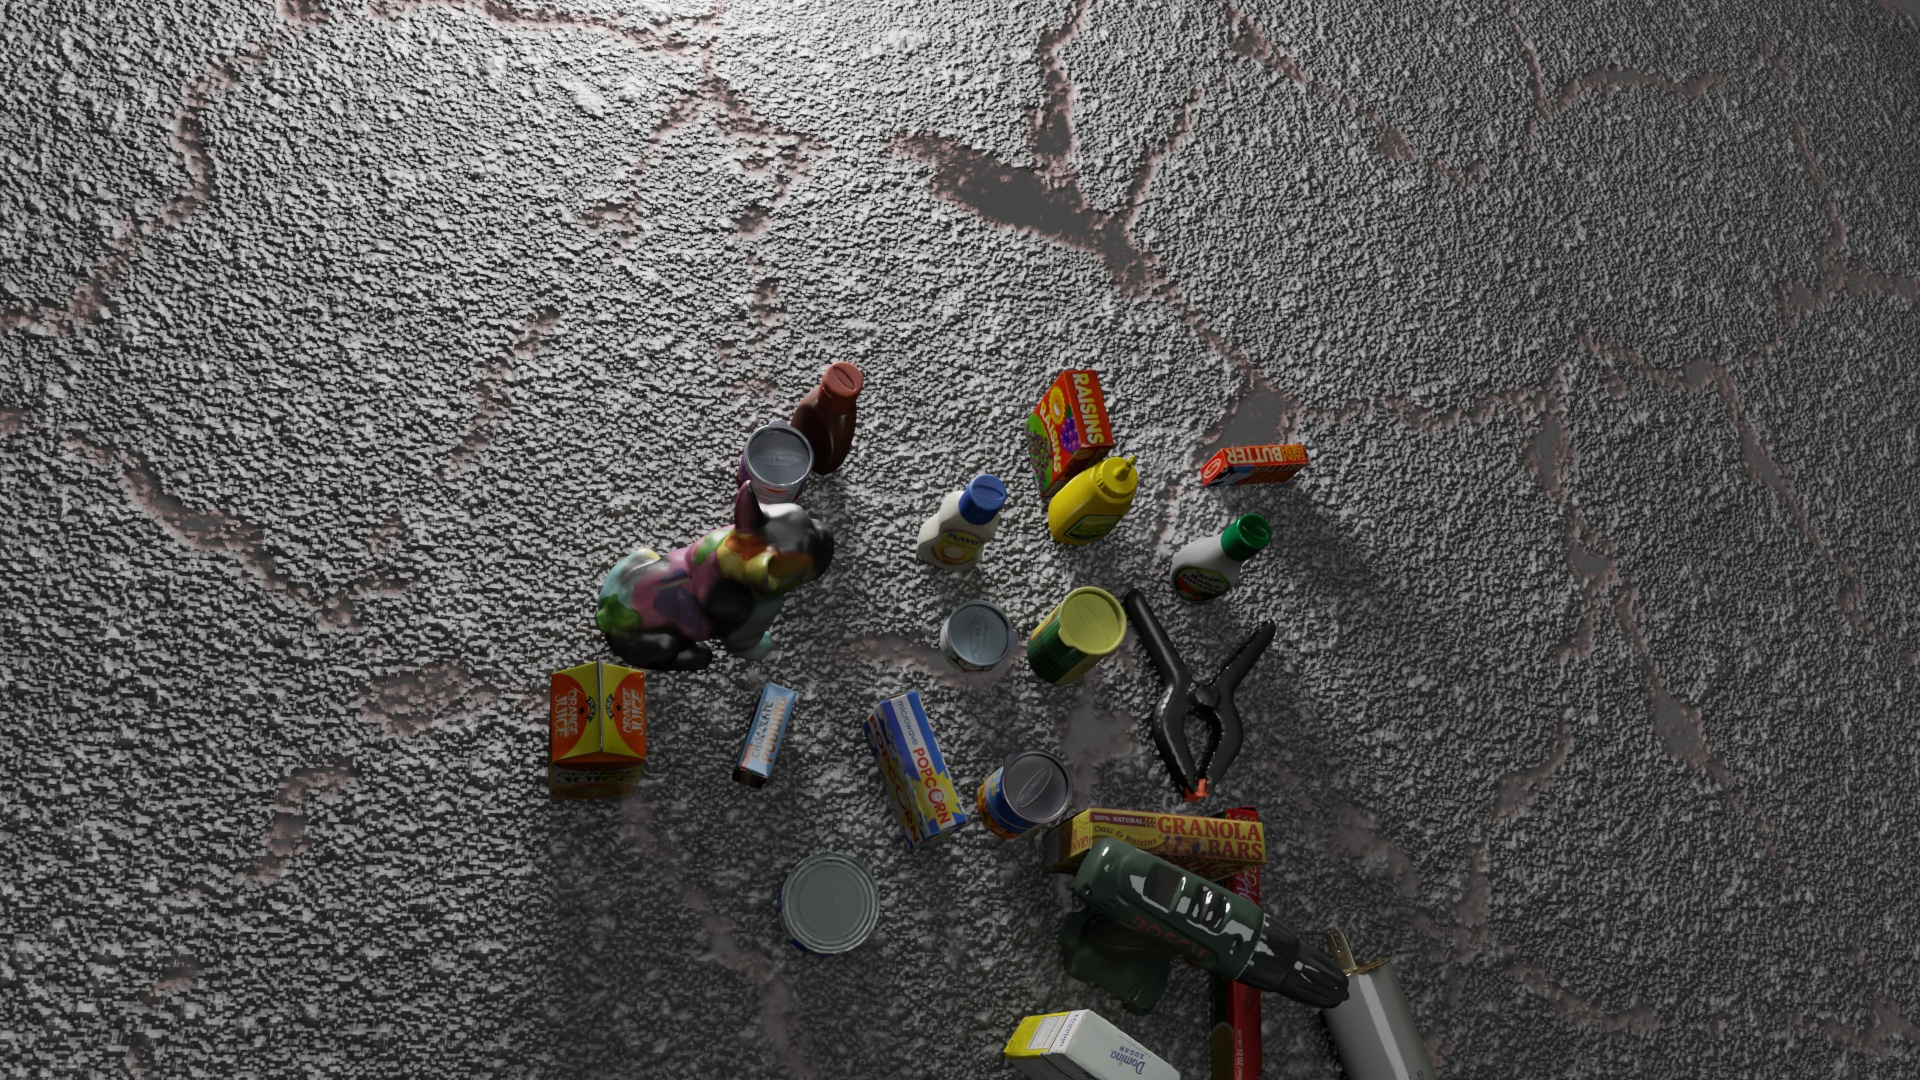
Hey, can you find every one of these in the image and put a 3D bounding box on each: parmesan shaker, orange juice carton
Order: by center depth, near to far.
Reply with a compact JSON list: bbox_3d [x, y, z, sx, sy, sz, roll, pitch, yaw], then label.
[{"bbox_3d":[-0.294,0.155,1.120,0.073,0.191,0.072,1,68,-17],"label":"orange juice carton"},{"bbox_3d":[0.106,0.093,1.319,0.071,0.102,0.071,6,66,-14],"label":"parmesan shaker"}]

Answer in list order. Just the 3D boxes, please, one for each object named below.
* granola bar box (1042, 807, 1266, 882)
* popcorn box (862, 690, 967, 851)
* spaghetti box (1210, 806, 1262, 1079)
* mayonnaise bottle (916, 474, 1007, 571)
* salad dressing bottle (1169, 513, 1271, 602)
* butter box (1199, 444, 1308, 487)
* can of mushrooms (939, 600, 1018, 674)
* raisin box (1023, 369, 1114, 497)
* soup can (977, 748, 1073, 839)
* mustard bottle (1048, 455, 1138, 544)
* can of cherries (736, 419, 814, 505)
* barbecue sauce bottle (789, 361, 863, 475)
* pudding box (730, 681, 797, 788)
[{"bbox_3d":[0.171,0.276,1.249,0.166,0.123,0.039,8,66,-14],"label":"granola bar box"},{"bbox_3d":[-0.042,0.205,1.236,0.038,0.085,0.127,-16,73,-22],"label":"popcorn box"},{"bbox_3d":[0.252,0.371,1.275,0.029,0.050,0.251,10,65,-13],"label":"spaghetti box"},{"bbox_3d":[0.005,-0.016,1.310,0.065,0.147,0.041,16,64,-10],"label":"mayonnaise bottle"},{"bbox_3d":[0.257,0.017,1.373,0.064,0.147,0.044,26,63,-5],"label":"salad dressing bottle"},{"bbox_3d":[0.314,-0.080,1.486,0.104,0.053,0.024,-4,69,-19],"label":"butter box"},{"bbox_3d":[0.017,0.094,1.331,0.071,0.033,0.071,6,66,-14],"label":"can of mushrooms"},{"bbox_3d":[0.108,-0.106,1.394,0.040,0.123,0.086,-4,69,-19],"label":"raisin box"},{"bbox_3d":[0.055,0.229,1.257,0.071,0.083,0.071,6,66,-14],"label":"soup can"},{"bbox_3d":[0.136,-0.043,1.355,0.065,0.159,0.049,-1,68,-17],"label":"mustard bottle"},{"bbox_3d":[-0.177,-0.072,1.328,0.071,0.058,0.072,6,66,-14],"label":"can of cherries"},{"bbox_3d":[-0.125,-0.118,1.313,0.044,0.148,0.065,-36,82,-26],"label":"barbecue sauce bottle"},{"bbox_3d":[-0.174,0.172,1.230,0.030,0.049,0.084,20,63,-8],"label":"pudding box"}]
